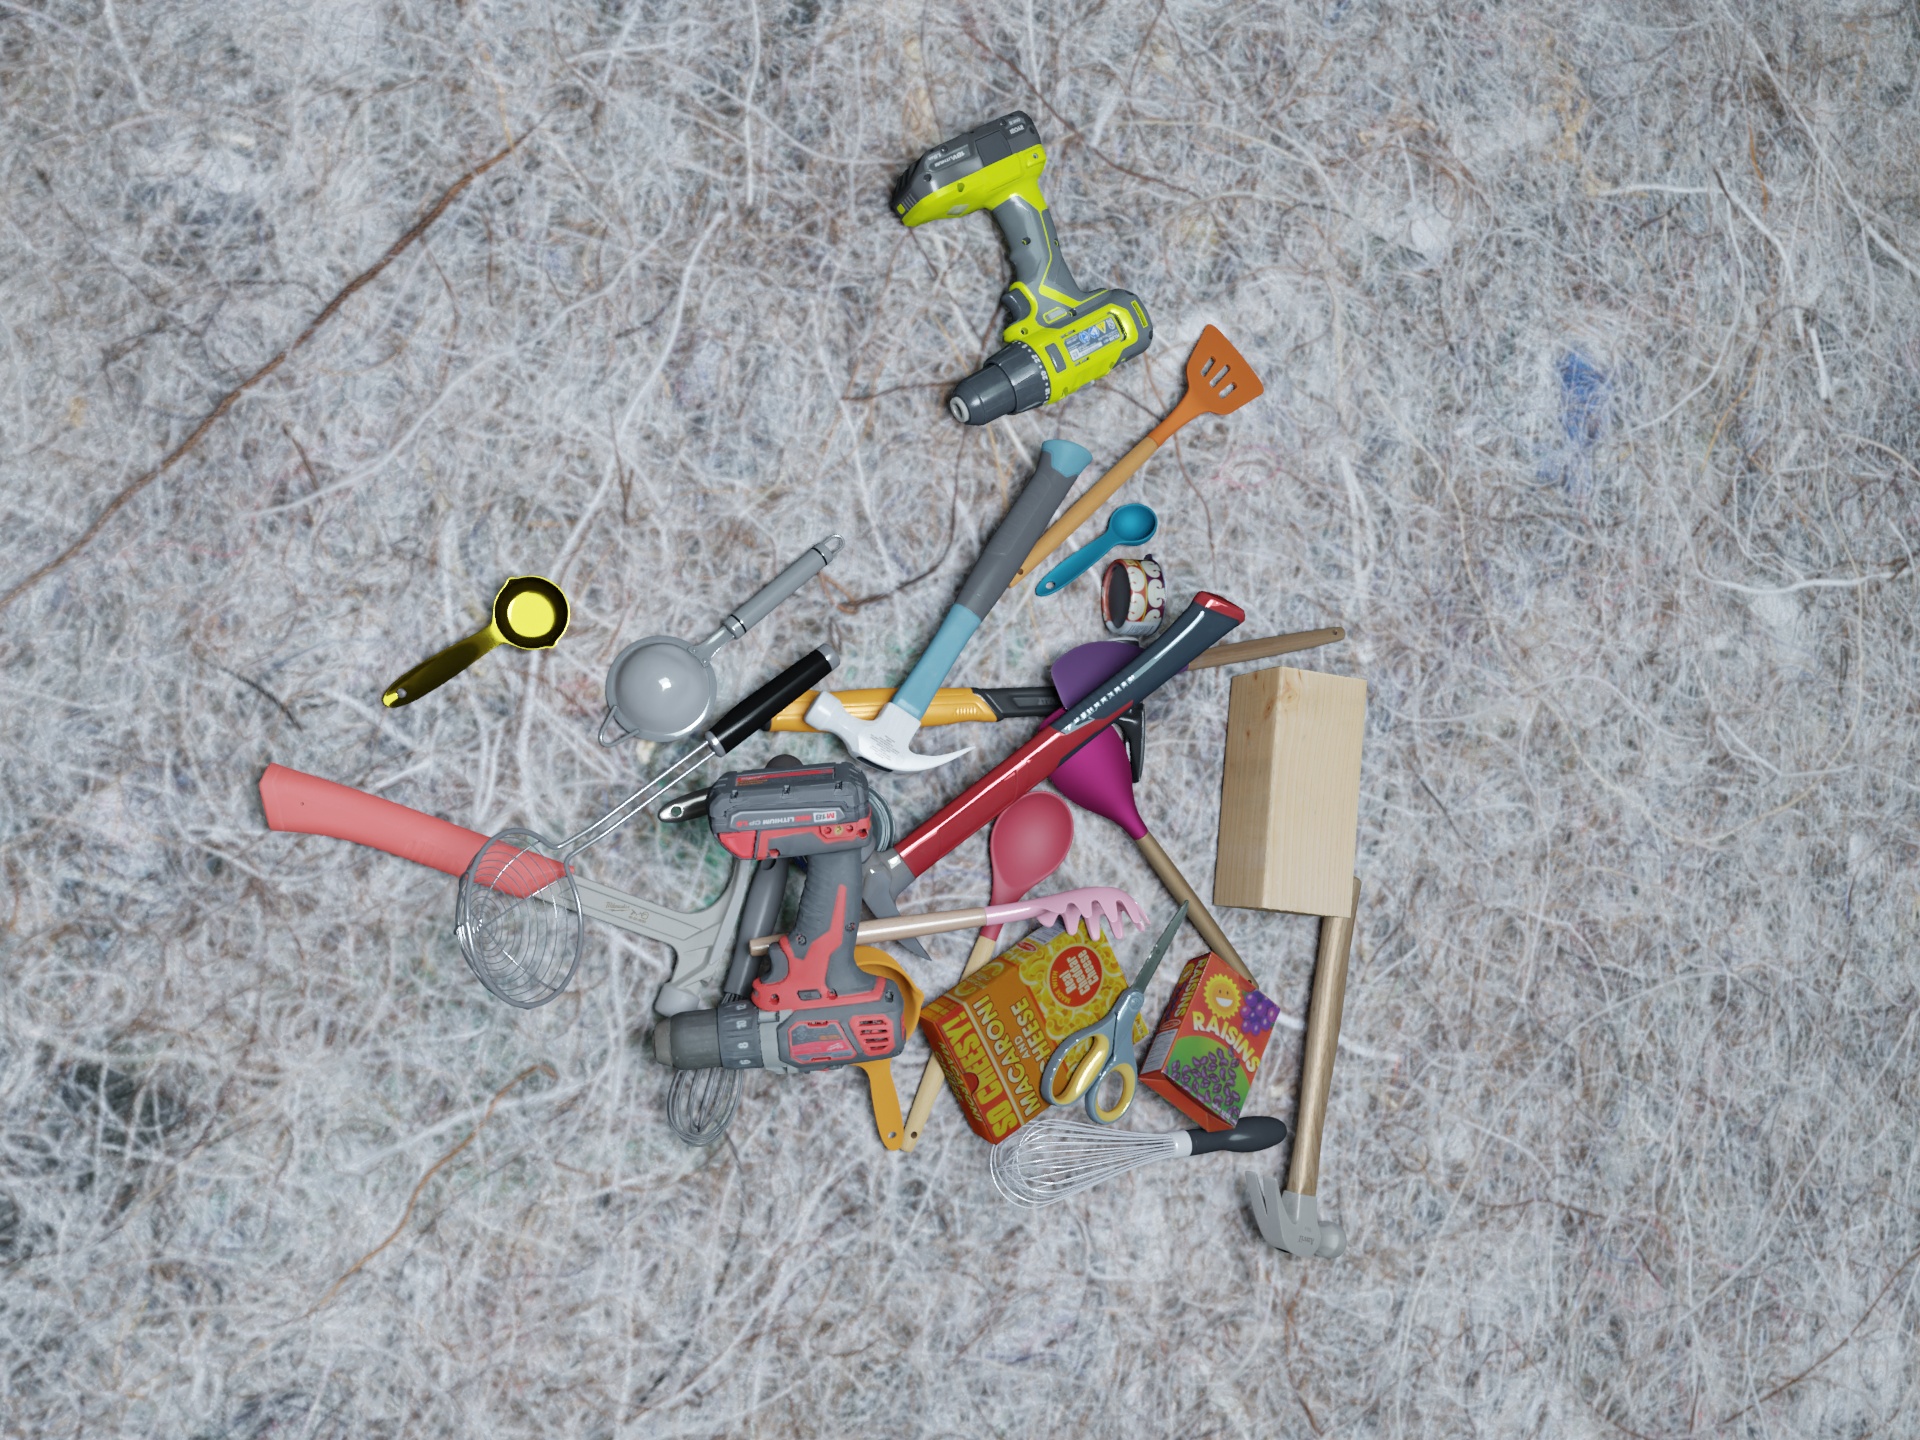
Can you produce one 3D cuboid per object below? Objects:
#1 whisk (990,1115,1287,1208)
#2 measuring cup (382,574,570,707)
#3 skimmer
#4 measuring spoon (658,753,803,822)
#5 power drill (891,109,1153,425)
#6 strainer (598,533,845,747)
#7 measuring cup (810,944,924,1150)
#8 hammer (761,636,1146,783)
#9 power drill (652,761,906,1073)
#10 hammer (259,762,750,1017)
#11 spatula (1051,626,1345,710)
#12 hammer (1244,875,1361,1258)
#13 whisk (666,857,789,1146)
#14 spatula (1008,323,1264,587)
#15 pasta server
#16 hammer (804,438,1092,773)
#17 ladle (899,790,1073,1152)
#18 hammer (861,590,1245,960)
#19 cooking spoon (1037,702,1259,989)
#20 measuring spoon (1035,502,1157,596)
[{"bbox_3d":[0.155,0.362,1.339,0.284,0.070,0.070,0,86,-23],"label":"whisk"},{"bbox_3d":[-0.368,-0.055,1.210,0.156,0.029,0.062,-33,97,-7],"label":"measuring cup"},{"bbox_3d":[-0.216,0.062,1.177,0.363,0.090,0.127,-39,124,-20],"label":"skimmer"},{"bbox_3d":[-0.180,0.057,1.264,0.124,0.018,0.034,-18,92,-19],"label":"measuring spoon"},{"bbox_3d":[0.038,-0.375,1.345,0.190,0.080,0.228,-31,98,-19],"label":"power drill"},{"bbox_3d":[-0.187,-0.071,1.263,0.087,0.050,0.258,46,69,5],"label":"strainer"},{"bbox_3d":[-0.074,0.261,1.273,0.095,0.052,0.173,-16,111,-15],"label":"measuring cup"},{"bbox_3d":[-0.002,-0.004,1.323,0.336,0.034,0.127,-2,85,-19],"label":"hammer"},{"bbox_3d":[-0.141,0.153,1.172,0.188,0.080,0.226,-5,101,-4],"label":"power drill"},{"bbox_3d":[-0.340,0.101,1.196,0.359,0.037,0.149,23,79,-16],"label":"hammer"},{"bbox_3d":[0.214,-0.056,1.385,0.316,0.018,0.060,-10,72,-29],"label":"spatula"},{"bbox_3d":[0.313,0.297,1.393,0.130,0.031,0.331,24,72,-43],"label":"hammer"},{"bbox_3d":[-0.176,0.212,1.242,0.055,0.055,0.239,20,75,-17],"label":"whisk"},{"bbox_3d":[0.149,-0.226,1.401,0.322,0.041,0.081,-44,100,-13],"label":"spatula"},{"bbox_3d":[-0.006,0.164,1.246,0.316,0.060,0.040,-6,69,-12],"label":"pasta server"},{"bbox_3d":[0.011,-0.100,1.303,0.128,0.033,0.331,35,73,-11],"label":"hammer"},{"bbox_3d":[0.015,0.205,1.316,0.069,0.031,0.315,25,80,-13],"label":"ladle"},{"bbox_3d":[0.079,0.033,1.285,0.386,0.038,0.143,-37,125,-8],"label":"hammer"},{"bbox_3d":[0.168,0.116,1.358,0.069,0.017,0.318,-38,107,-3],"label":"cooking spoon"},{"bbox_3d":[0.118,-0.142,1.385,0.128,0.021,0.042,-36,61,-10],"label":"measuring spoon"}]
